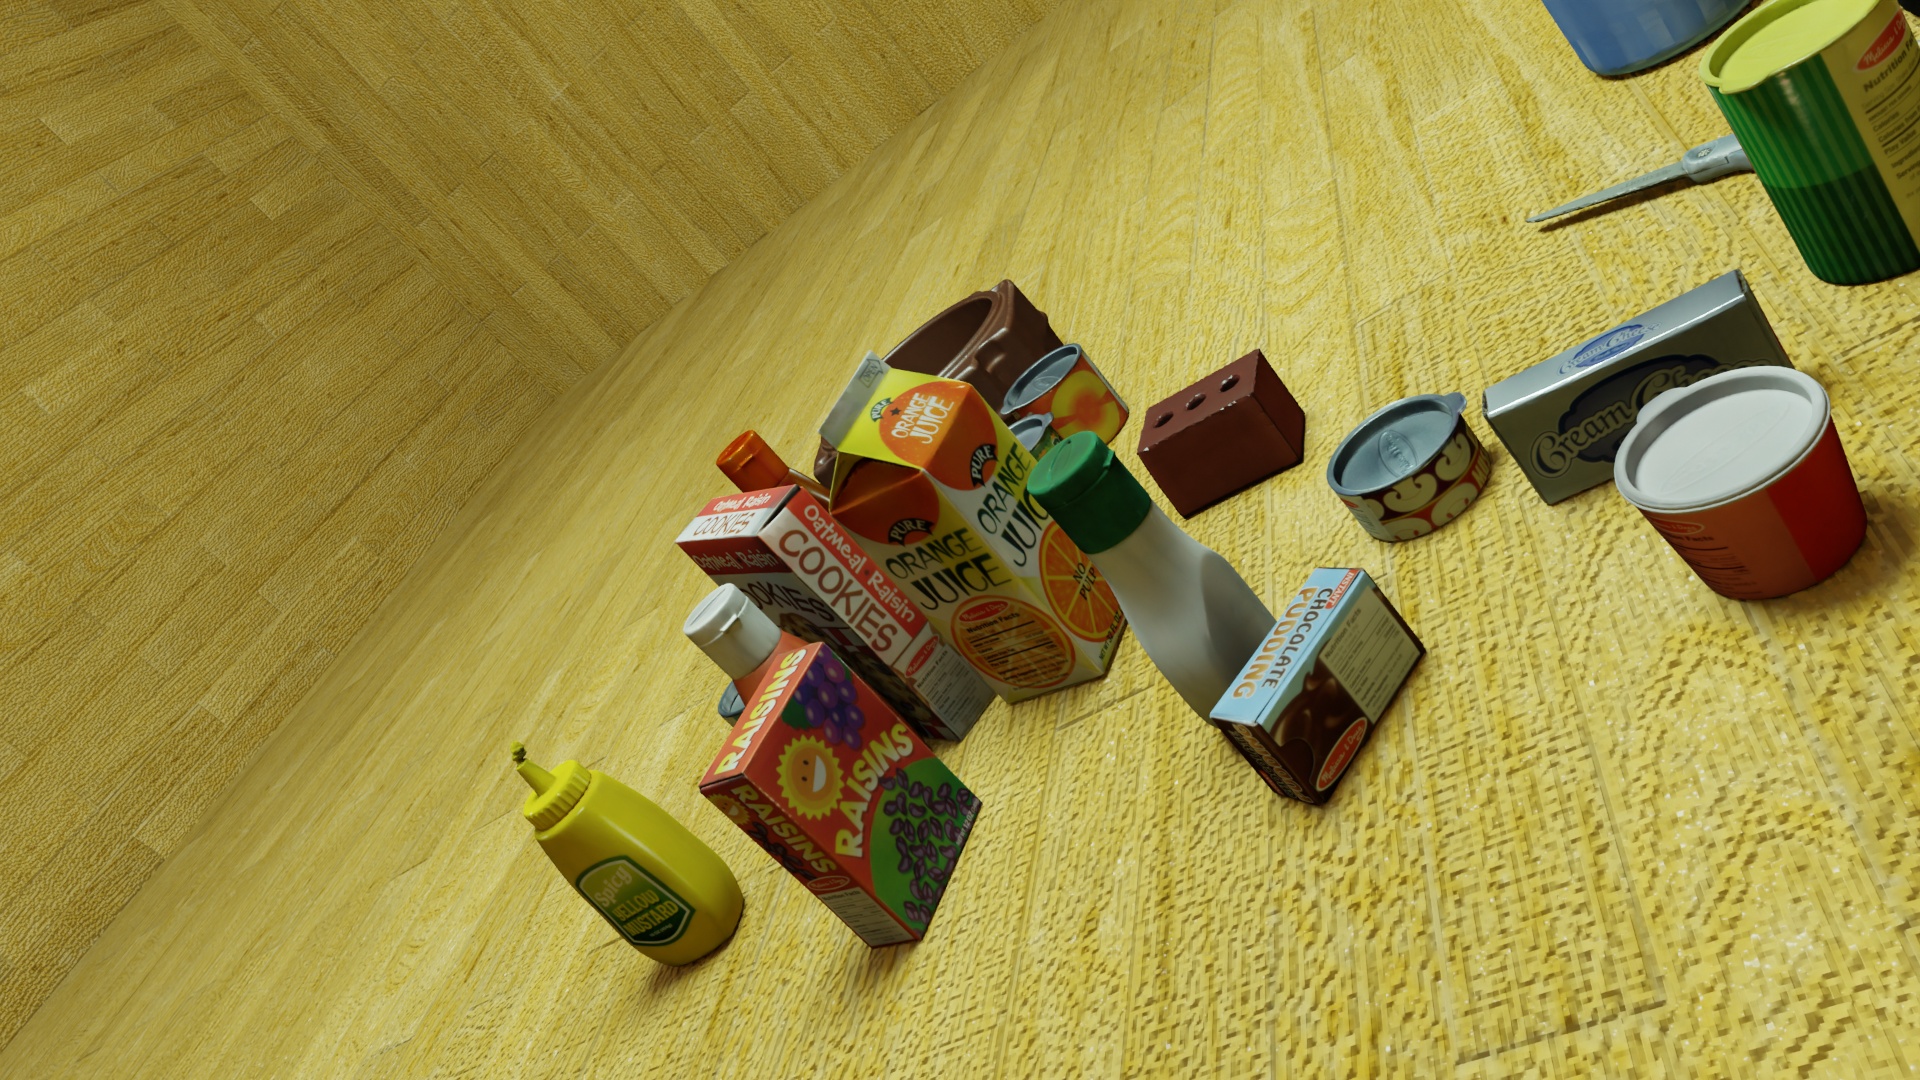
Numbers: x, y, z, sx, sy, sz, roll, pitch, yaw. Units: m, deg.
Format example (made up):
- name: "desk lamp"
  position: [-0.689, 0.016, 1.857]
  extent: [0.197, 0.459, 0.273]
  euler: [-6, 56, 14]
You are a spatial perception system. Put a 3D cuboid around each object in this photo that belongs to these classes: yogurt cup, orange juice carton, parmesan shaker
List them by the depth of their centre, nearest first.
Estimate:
- name: "yogurt cup"
  position: [0.266, -0.017, 0.470]
  extent: [0.072, 0.054, 0.073]
  euler: [-35, 22, 16]
- name: "parmesan shaker"
  position: [0.343, -0.157, 0.542]
  extent: [0.071, 0.103, 0.071]
  euler: [-36, 21, 16]
- name: "orange juice carton"
  position: [0.003, -0.009, 0.722]
  extent: [0.073, 0.192, 0.072]
  euler: [-23, 27, 41]

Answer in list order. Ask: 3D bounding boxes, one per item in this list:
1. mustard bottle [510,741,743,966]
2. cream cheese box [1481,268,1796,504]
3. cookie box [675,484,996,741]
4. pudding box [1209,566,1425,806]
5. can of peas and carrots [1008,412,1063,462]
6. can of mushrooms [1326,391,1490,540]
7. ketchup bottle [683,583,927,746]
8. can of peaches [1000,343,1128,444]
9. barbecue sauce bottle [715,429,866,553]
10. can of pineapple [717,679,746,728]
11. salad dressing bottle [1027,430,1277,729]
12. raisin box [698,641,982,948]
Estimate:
- name: "mustard bottle"
  position: [-0.191, 0.167, 0.760]
  extent: [0.065, 0.160, 0.049]
  euler: [-34, 22, 20]
- name: "cream cheese box"
  position: [0.268, -0.058, 0.550]
  extent: [0.103, 0.053, 0.024]
  euler: [-28, 25, 32]
- name: "cookie box"
  position: [-0.073, 0.042, 0.790]
  extent: [0.040, 0.167, 0.123]
  euler: [-51, 22, -23]
- name: "pudding box"
  position: [0.142, 0.056, 0.550]
  extent: [0.084, 0.049, 0.030]
  euler: [-50, 22, -21]
- name: "can of peas and carrots"
  position: [0.048, -0.039, 0.891]
  extent: [0.071, 0.058, 0.071]
  euler: [-35, 22, 16]
- name: "can of mushrooms"
  position: [0.207, -0.035, 0.637]
  extent: [0.071, 0.033, 0.071]
  euler: [-35, 22, 16]
- name: "ketchup bottle"
  position: [-0.085, 0.086, 0.751]
  extent: [0.065, 0.148, 0.043]
  euler: [-48, 21, -16]
- name: "can of peaches"
  position: [0.071, -0.091, 0.953]
  extent: [0.071, 0.058, 0.071]
  euler: [-35, 22, 16]
- name: "barbecue sauce bottle"
  position: [-0.112, -0.014, 0.997]
  extent: [0.065, 0.148, 0.044]
  euler: [-43, 20, -2]
- name: "can of pineapple"
  position: [-0.110, 0.104, 0.886]
  extent: [0.071, 0.057, 0.071]
  euler: [-35, 22, 16]
- name: "salad dressing bottle"
  position: [0.087, 0.018, 0.585]
  extent: [0.044, 0.147, 0.064]
  euler: [-26, 26, 36]
- name: "raisin box"
  position: [-0.055, 0.121, 0.663]
  extent: [0.040, 0.123, 0.086]
  euler: [-23, 28, 42]
